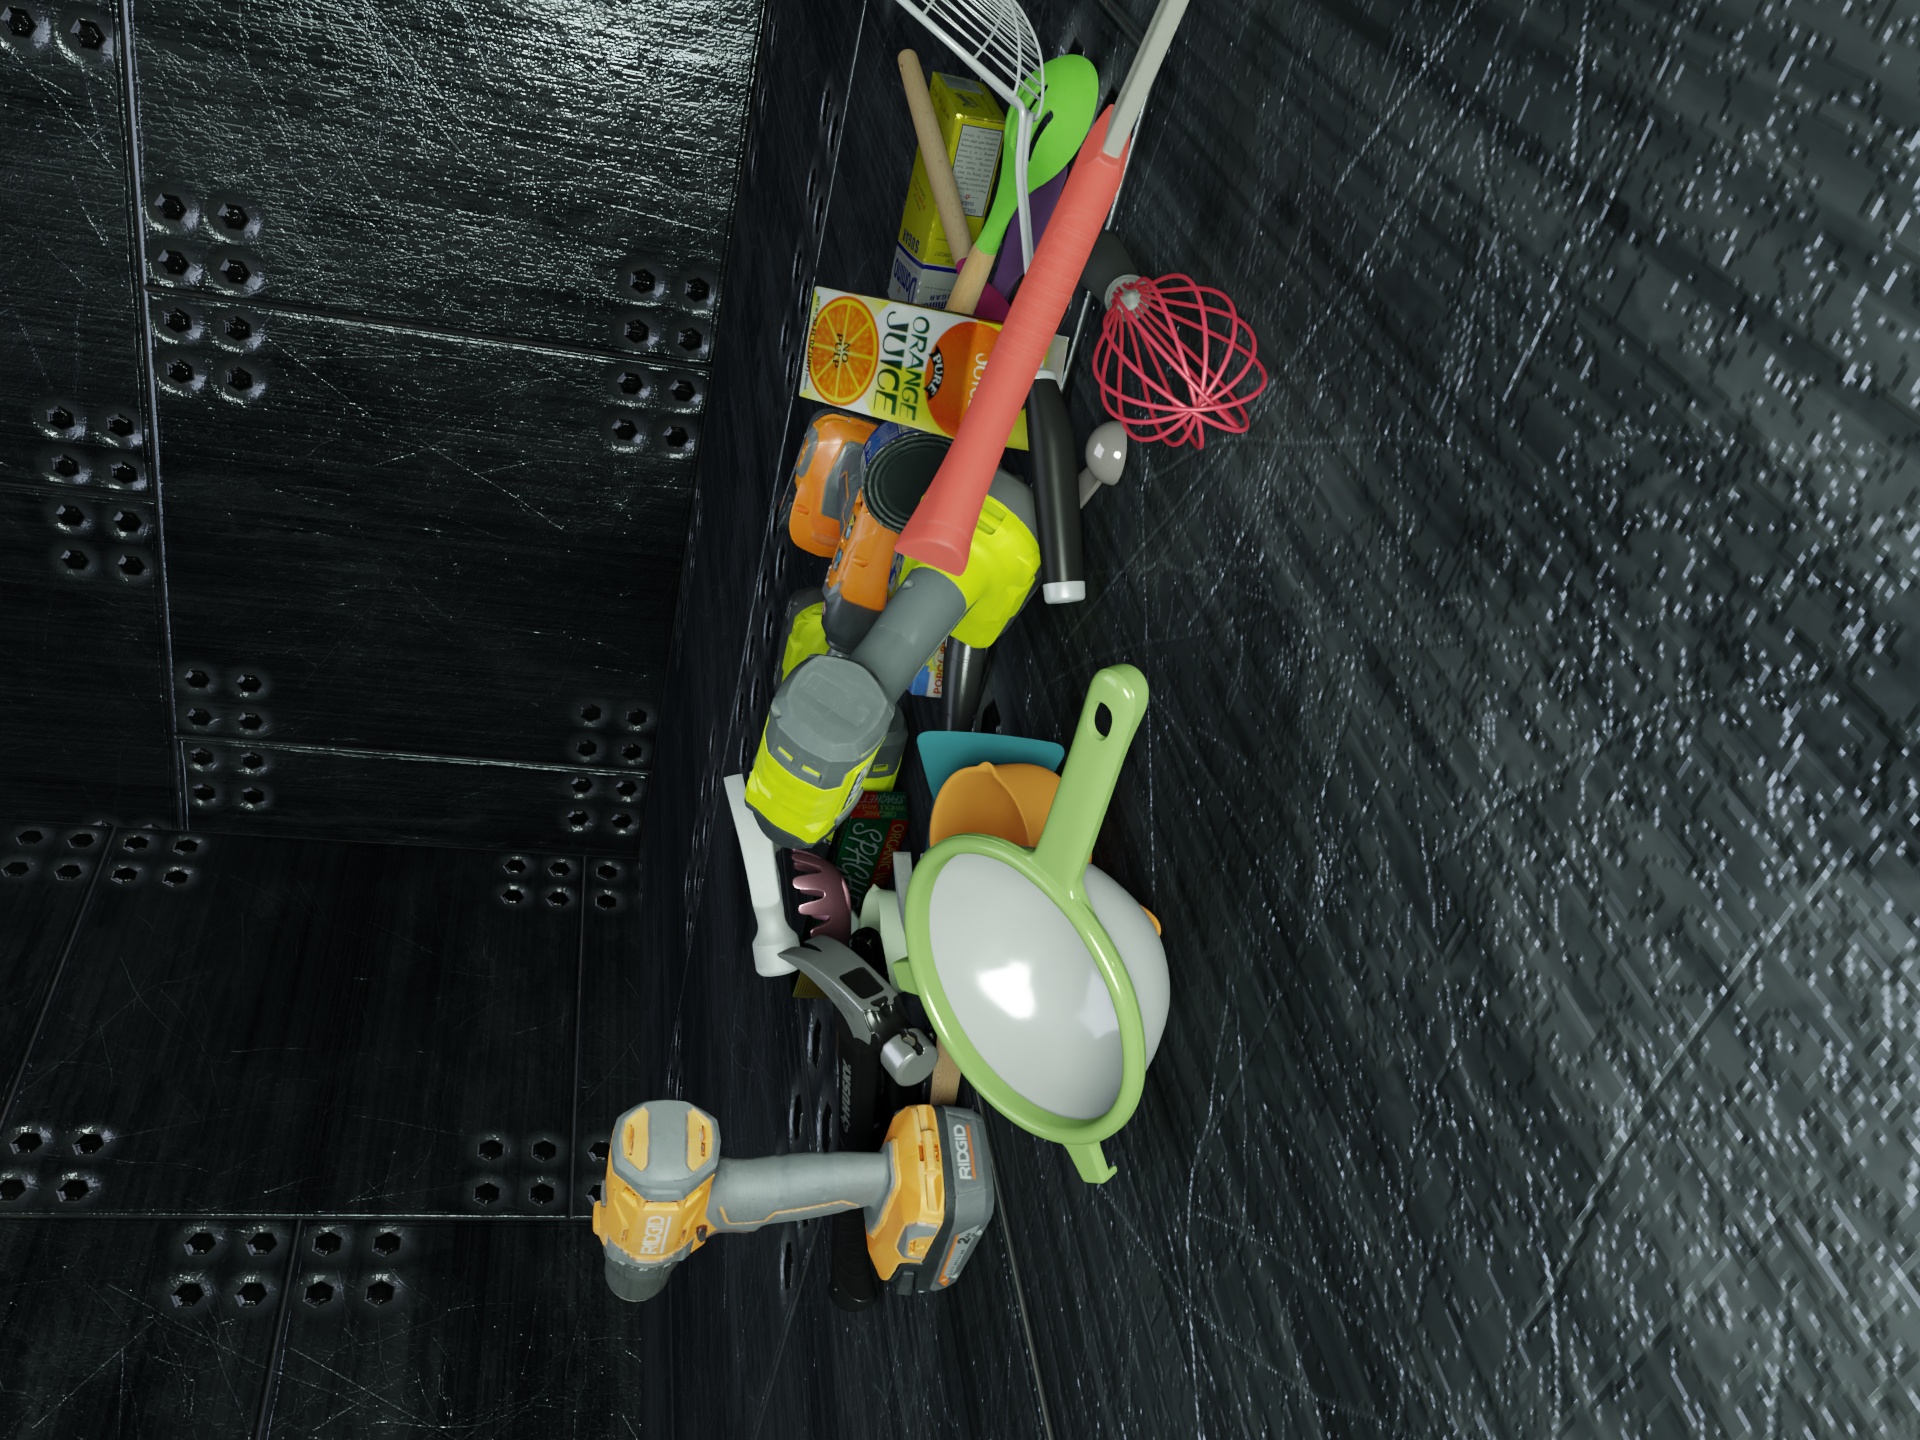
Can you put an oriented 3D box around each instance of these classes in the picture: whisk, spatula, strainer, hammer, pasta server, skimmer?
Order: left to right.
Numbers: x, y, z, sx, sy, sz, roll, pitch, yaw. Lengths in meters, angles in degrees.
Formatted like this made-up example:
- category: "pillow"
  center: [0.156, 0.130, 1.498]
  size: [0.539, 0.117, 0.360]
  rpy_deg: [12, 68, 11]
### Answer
- category: "hammer"
  center: [-0.155, 0.092, 1.316]
  size: [0.405, 0.035, 0.144]
  rpy_deg: [-132, 32, -83]
- category: "pasta server"
  center: [-0.091, 0.249, 1.184]
  size: [0.060, 0.040, 0.316]
  rpy_deg: [-122, 27, -80]
- category: "hammer"
  center: [-0.076, 0.297, 1.108]
  size: [0.146, 0.035, 0.334]
  rpy_deg: [42, 140, 40]
- category: "hammer"
  center: [-0.002, -0.003, 1.053]
  size: [0.128, 0.033, 0.331]
  rpy_deg: [-155, 71, -73]
- category: "spatula"
  center: [0.001, 0.139, 0.964]
  size: [0.044, 0.082, 0.317]
  rpy_deg: [-90, 6, -63]
- category: "skimmer"
  center: [0.010, -0.241, 0.864]
  size: [0.127, 0.090, 0.363]
  rpy_deg: [-7, -89, -68]
- category: "spatula"
  center: [0.017, -0.275, 1.100]
  size: [0.315, 0.018, 0.060]
  rpy_deg: [120, 147, -54]
- category: "hammer"
  center: [0.054, -0.236, 0.741]
  size: [0.149, 0.036, 0.359]
  rpy_deg: [-101, 33, -69]
- category: "strainer"
  center: [0.056, 0.072, 0.700]
  size: [0.152, 0.069, 0.256]
  rpy_deg: [41, 135, 30]
- category: "whisk"
  center: [0.083, -0.198, 0.763]
  size: [0.296, 0.073, 0.073]
  rpy_deg: [-102, 22, -60]

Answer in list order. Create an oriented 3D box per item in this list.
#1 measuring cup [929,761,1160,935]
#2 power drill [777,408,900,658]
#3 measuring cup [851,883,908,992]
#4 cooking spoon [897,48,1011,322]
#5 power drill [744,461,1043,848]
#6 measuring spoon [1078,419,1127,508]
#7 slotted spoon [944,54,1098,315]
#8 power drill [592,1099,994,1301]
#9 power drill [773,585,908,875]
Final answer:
- category: "measuring cup"
  center: [0.055, 0.076, 0.812]
  size: [0.174, 0.052, 0.095]
  rpy_deg: [21, 110, 48]
- category: "power drill"
  center: [-0.090, -0.152, 1.303]
  size: [0.227, 0.084, 0.164]
  rpy_deg: [-118, 46, -59]
- category: "measuring cup"
  center: [-0.060, 0.161, 1.205]
  size: [0.167, 0.038, 0.083]
  rpy_deg: [-176, 91, -77]
- category: "cooking spoon"
  center: [-0.003, -0.333, 1.087]
  size: [0.068, 0.017, 0.319]
  rpy_deg: [129, 131, -59]
- category: "power drill"
  center: [-0.038, -0.032, 0.894]
  size: [0.223, 0.080, 0.171]
  rpy_deg: [-53, -4, -29]
- category: "measuring spoon"
  center: [0.063, -0.131, 0.884]
  size: [0.124, 0.018, 0.034]
  rpy_deg: [138, 135, -68]
- category: "slotted spoon"
  center: [0.007, -0.282, 1.031]
  size: [0.070, 0.031, 0.313]
  rpy_deg: [60, 140, 32]
- category: "power drill"
  center: [-0.110, 0.304, 0.976]
  size: [0.185, 0.226, 0.084]
  rpy_deg: [110, 159, -43]
- category: "power drill"
  center: [-0.105, 0.013, 1.346]
  size: [0.229, 0.080, 0.190]
  rpy_deg: [-106, 25, -47]
